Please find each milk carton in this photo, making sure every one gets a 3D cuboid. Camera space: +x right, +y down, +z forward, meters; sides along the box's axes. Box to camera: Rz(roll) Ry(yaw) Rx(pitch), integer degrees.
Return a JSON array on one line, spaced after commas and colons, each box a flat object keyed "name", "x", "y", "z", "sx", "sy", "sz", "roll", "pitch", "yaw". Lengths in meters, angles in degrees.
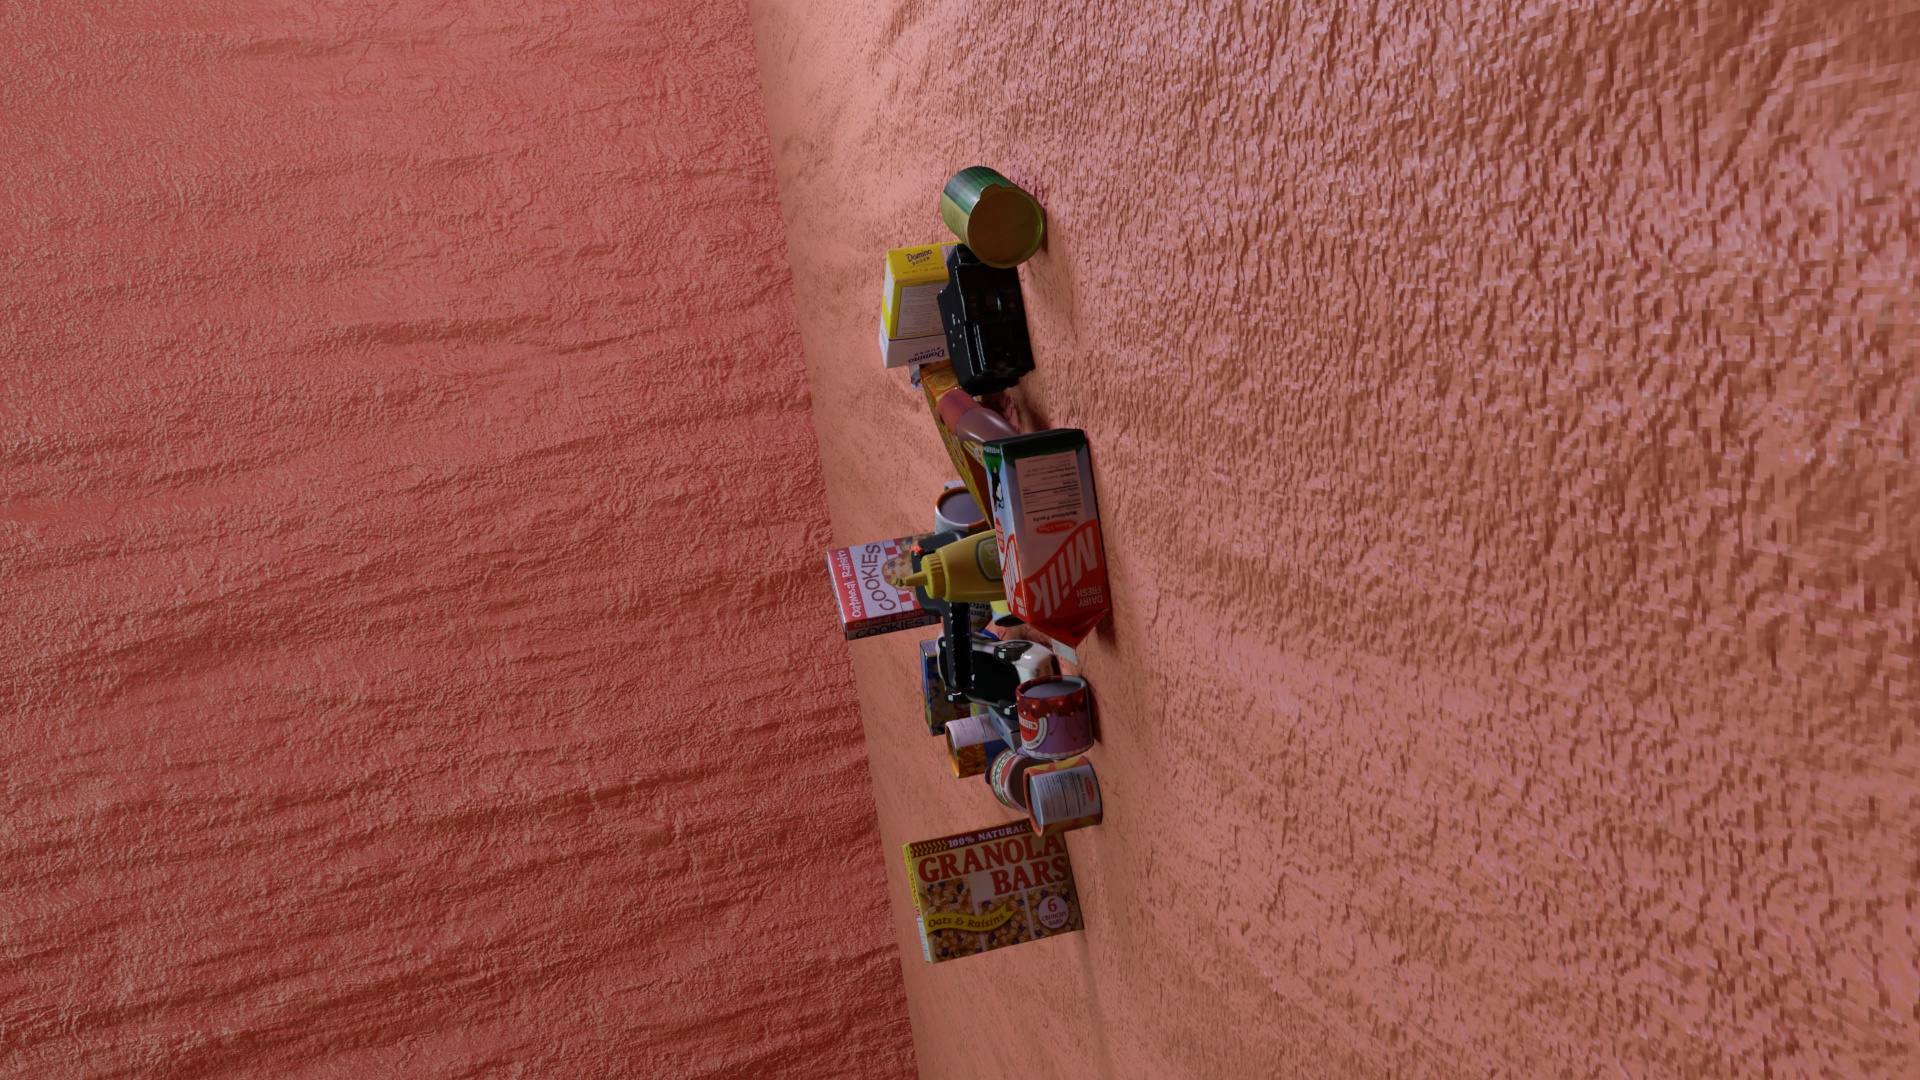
[{"name": "milk carton", "x": 0.073, "y": 0.006, "z": 1.154, "sx": 0.072, "sy": 0.073, "sz": 0.190, "roll": -160, "pitch": 60, "yaw": -78}]

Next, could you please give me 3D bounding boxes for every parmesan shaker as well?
[{"name": "parmesan shaker", "x": 0.025, "y": -0.276, "z": 1.166, "sx": 0.103, "sy": 0.071, "sz": 0.071, "roll": -118, "pitch": 21, "yaw": -62}]

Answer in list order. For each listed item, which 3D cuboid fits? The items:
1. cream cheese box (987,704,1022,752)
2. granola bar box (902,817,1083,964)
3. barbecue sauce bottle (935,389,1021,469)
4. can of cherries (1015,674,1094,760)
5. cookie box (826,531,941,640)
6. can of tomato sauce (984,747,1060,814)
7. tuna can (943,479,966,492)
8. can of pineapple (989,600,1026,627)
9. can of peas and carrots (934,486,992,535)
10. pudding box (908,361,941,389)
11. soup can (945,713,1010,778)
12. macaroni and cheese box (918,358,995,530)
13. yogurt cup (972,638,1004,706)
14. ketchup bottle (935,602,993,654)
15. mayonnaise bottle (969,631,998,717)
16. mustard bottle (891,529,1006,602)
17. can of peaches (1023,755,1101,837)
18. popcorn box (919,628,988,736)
[{"name": "cream cheese box", "x": 0.066, "y": 0.186, "z": 1.422, "sx": 0.104, "sy": 0.053, "sz": 0.024, "roll": -144, "pitch": 42, "yaw": -75}, {"name": "granola bar box", "x": 0.034, "y": 0.361, "z": 1.449, "sx": 0.039, "sy": 0.166, "sz": 0.124, "roll": 124, "pitch": 135, "yaw": -72}, {"name": "barbecue sauce bottle", "x": 0.031, "y": -0.087, "z": 1.254, "sx": 0.149, "sy": 0.044, "sz": 0.064, "roll": 46, "pitch": 167, "yaw": 41}, {"name": "can of cherries", "x": 0.083, "y": 0.159, "z": 1.254, "sx": 0.071, "sy": 0.071, "sz": 0.058, "roll": -137, "pitch": 39, "yaw": -73}, {"name": "cookie box", "x": -0.074, "y": 0.054, "z": 1.730, "sx": 0.040, "sy": 0.168, "sz": 0.123, "roll": 90, "pitch": 166, "yaw": -46}, {"name": "can of tomato sauce", "x": 0.068, "y": 0.244, "z": 1.420, "sx": 0.083, "sy": 0.071, "sz": 0.071, "roll": 151, "pitch": 109, "yaw": -78}, {"name": "tuna can", "x": 0.004, "y": -0.036, "z": 1.602, "sx": 0.071, "sy": 0.033, "sz": 0.071, "roll": 172, "pitch": 88, "yaw": -79}, {"name": "can of pineapple", "x": 0.056, "y": 0.045, "z": 1.296, "sx": 0.070, "sy": 0.071, "sz": 0.058, "roll": 115, "pitch": 145, "yaw": -72}, {"name": "can of peas and carrots", "x": 0.005, "y": -0.019, "z": 1.526, "sx": 0.058, "sy": 0.071, "sz": 0.071, "roll": 91, "pitch": 165, "yaw": -45}, {"name": "pudding box", "x": -0.042, "y": -0.210, "z": 1.691, "sx": 0.084, "sy": 0.030, "sz": 0.049, "roll": -143, "pitch": 43, "yaw": -75}, {"name": "soup can", "x": 0.031, "y": 0.231, "z": 1.567, "sx": 0.071, "sy": 0.084, "sz": 0.071, "roll": 171, "pitch": 88, "yaw": -80}, {"name": "macaroni and cheese box", "x": 0.009, "y": -0.101, "z": 1.415, "sx": 0.167, "sy": 0.040, "sz": 0.123, "roll": -119, "pitch": 7, "yaw": -61}, {"name": "yogurt cup", "x": 0.033, "y": 0.143, "z": 1.536, "sx": 0.053, "sy": 0.072, "sz": 0.072, "roll": 114, "pitch": 145, "yaw": -58}, {"name": "ketchup bottle", "x": 0.006, "y": 0.079, "z": 1.543, "sx": 0.148, "sy": 0.065, "sz": 0.044, "roll": 111, "pitch": 171, "yaw": -48}, {"name": "mayonnaise bottle", "x": 0.030, "y": 0.179, "z": 1.637, "sx": 0.065, "sy": 0.041, "sz": 0.147, "roll": -119, "pitch": 22, "yaw": -60}, {"name": "mustard bottle", "x": 0.018, "y": 0.025, "z": 1.228, "sx": 0.048, "sy": 0.160, "sz": 0.065, "roll": 111, "pitch": 146, "yaw": -68}, {"name": "can of peaches", "x": 0.095, "y": 0.241, "z": 1.306, "sx": 0.071, "sy": 0.058, "sz": 0.071, "roll": 172, "pitch": 88, "yaw": -79}, {"name": "popcorn box", "x": -0.002, "y": 0.172, "z": 1.684, "sx": 0.038, "sy": 0.085, "sz": 0.126, "roll": -117, "pitch": 20, "yaw": -55}]
